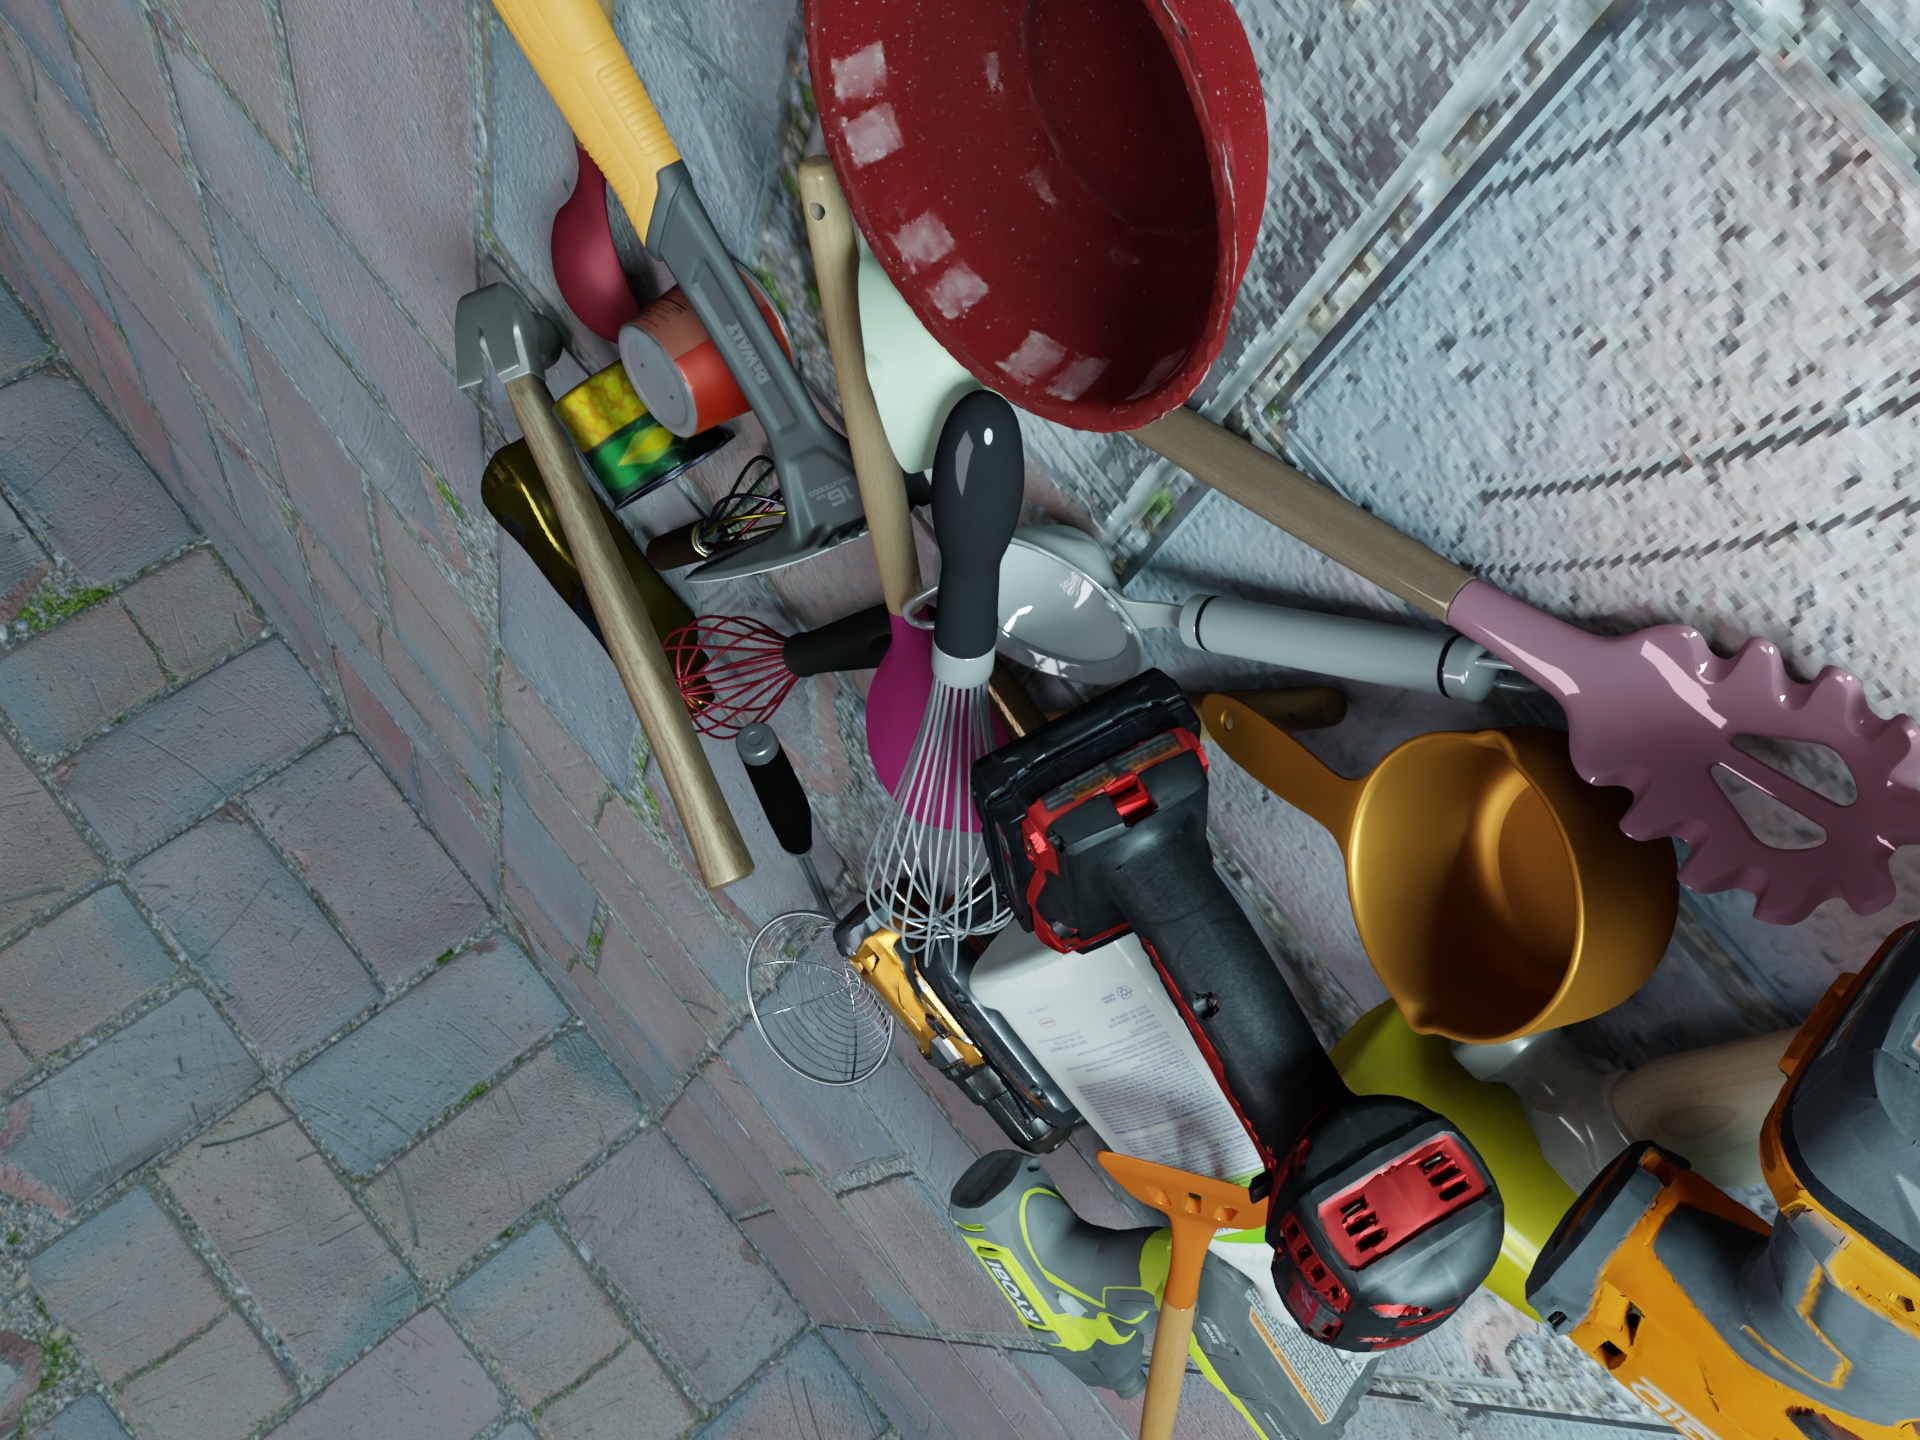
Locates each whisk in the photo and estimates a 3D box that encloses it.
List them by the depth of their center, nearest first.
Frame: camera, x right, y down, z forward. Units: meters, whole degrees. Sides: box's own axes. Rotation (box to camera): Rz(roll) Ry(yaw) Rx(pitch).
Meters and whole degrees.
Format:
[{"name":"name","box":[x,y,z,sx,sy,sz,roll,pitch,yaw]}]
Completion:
[{"name":"whisk","box":[-0.001,-0.003,0.589,0.070,0.070,0.284,39,145,29]},{"name":"whisk","box":[-0.127,-0.097,0.821,0.051,0.047,0.245,58,159,-15]},{"name":"whisk","box":[-0.090,-0.032,0.829,0.296,0.073,0.073,-8,117,57]}]

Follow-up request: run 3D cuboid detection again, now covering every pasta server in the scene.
[{"name":"pasta server","box":[0.117,-0.048,0.450,0.316,0.060,0.040,39,-164,34]}]

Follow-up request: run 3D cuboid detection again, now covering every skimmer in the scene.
[{"name":"skimmer","box":[-0.108,0.124,0.987,0.127,0.090,0.363,31,157,22]}]

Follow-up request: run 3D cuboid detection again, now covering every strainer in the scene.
[{"name":"strainer","box":[0.078,-0.035,0.538,0.259,0.050,0.086,15,154,46]}]

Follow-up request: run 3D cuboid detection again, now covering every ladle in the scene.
[{"name":"ladle","box":[-0.153,-0.262,0.664,0.069,0.031,0.315,47,154,12]}]

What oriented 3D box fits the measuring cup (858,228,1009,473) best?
[{"name":"measuring cup","box":[-0.014,-0.166,0.521,0.083,0.038,0.167,-65,-32,-71]}]

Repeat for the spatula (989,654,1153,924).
[{"name":"spatula","box":[0.106,0.096,0.652,0.317,0.044,0.082,54,157,-4]}]

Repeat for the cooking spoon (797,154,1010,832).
[{"name":"cooking spoon","box":[-0.026,-0.065,0.619,0.069,0.017,0.318,8,135,19]}]

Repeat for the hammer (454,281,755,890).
[{"name":"hammer","box":[-0.181,-0.068,0.820,0.130,0.031,0.331,-39,-73,-87]}]

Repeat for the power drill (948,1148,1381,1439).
[{"name":"power drill","box":[0.109,0.320,0.869,0.223,0.080,0.171,-13,114,53]}]

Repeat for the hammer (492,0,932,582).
[{"name":"hammer","box":[-0.129,-0.212,0.600,0.127,0.034,0.336,-19,111,28]}]

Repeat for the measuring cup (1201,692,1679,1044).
[{"name":"measuring cup","box":[0.141,0.028,0.488,0.174,0.052,0.095,43,131,54]}]

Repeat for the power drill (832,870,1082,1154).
[{"name":"power drill","box":[0.024,0.166,0.866,0.185,0.084,0.226,52,160,-4]}]

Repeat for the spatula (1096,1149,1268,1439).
[{"name":"spatula","box":[0.098,0.289,0.742,0.081,0.041,0.322,12,131,14]}]

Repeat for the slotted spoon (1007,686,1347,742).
[{"name":"slotted spoon","box":[0.047,0.002,0.660,0.070,0.031,0.314,57,155,-14]}]

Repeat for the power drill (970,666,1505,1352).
[{"name":"power drill","box":[0.091,0.104,0.533,0.220,0.078,0.143,58,171,28]}]

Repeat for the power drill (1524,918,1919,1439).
[{"name":"power drill","box":[0.236,0.145,0.366,0.164,0.084,0.226,38,156,23]}]

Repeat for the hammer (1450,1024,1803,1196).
[{"name":"hammer","box":[0.264,0.076,0.356,0.146,0.038,0.410,47,155,10]}]
